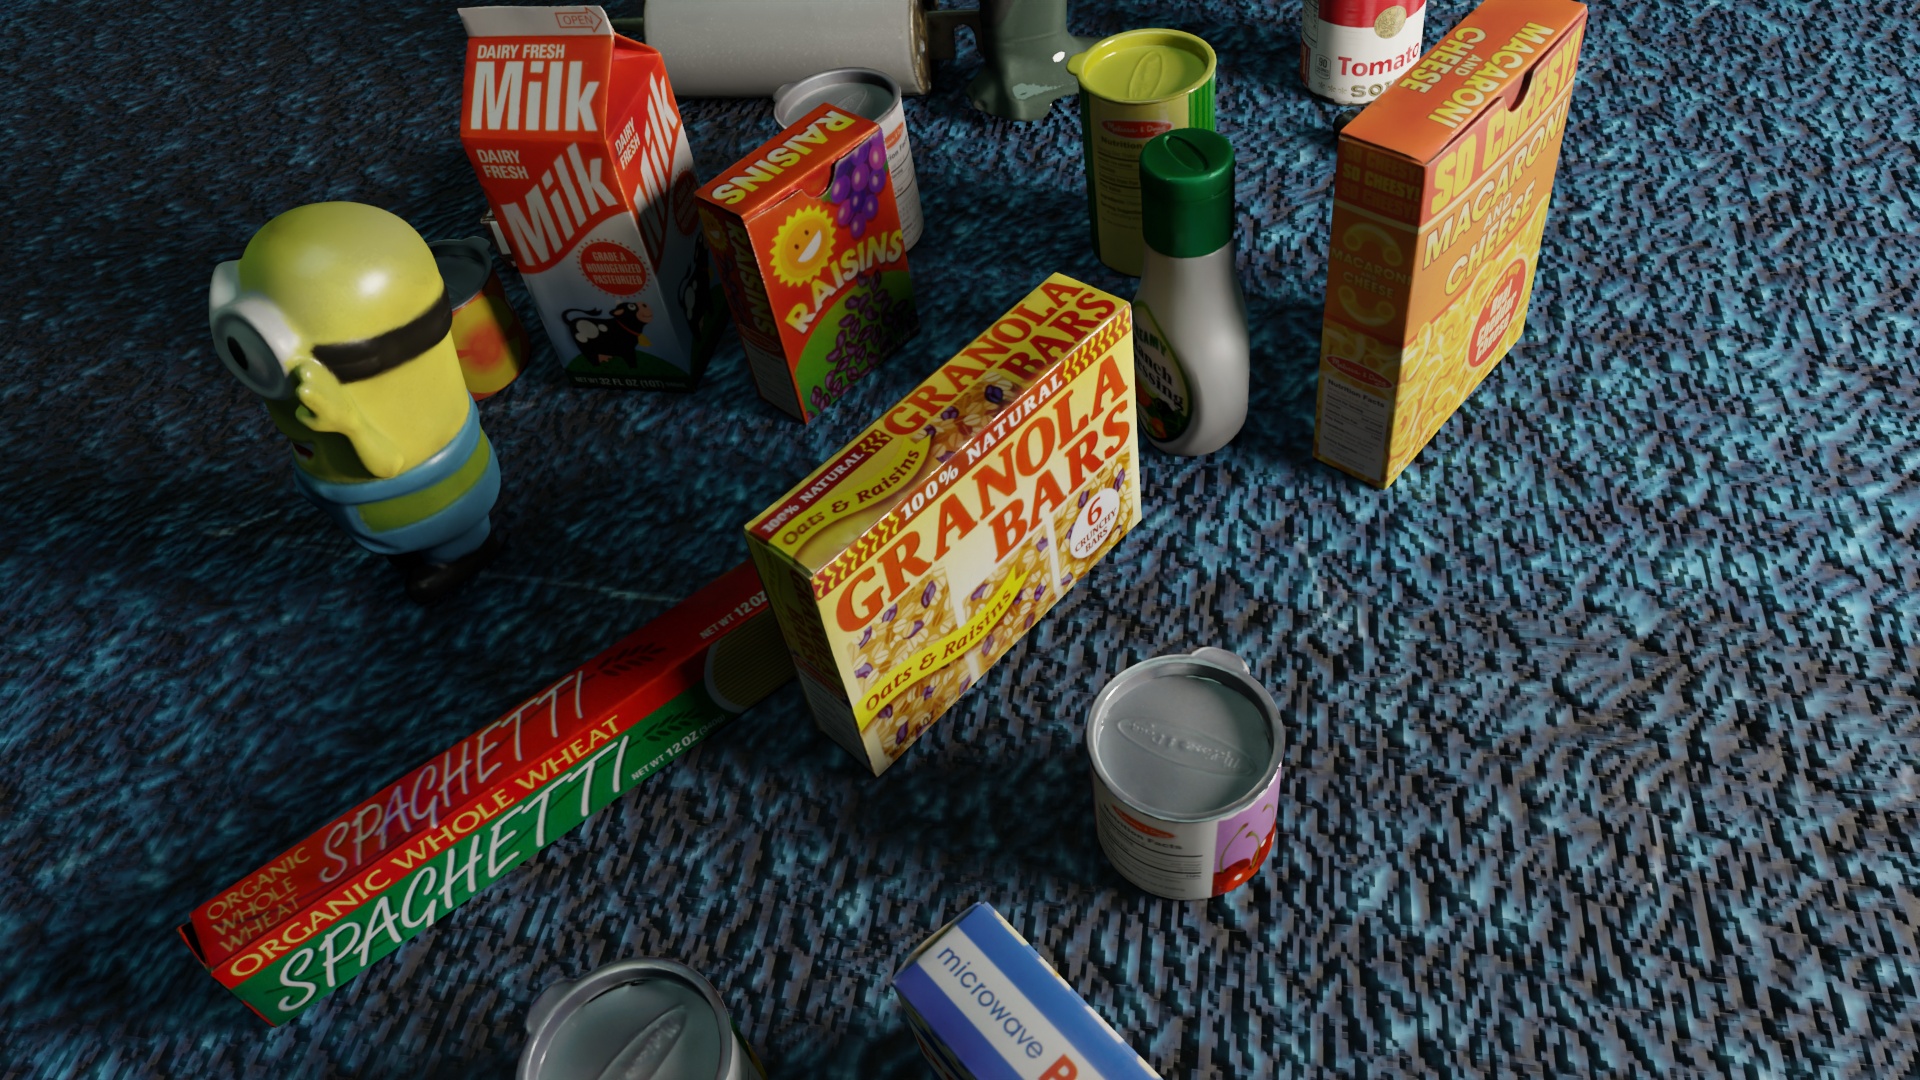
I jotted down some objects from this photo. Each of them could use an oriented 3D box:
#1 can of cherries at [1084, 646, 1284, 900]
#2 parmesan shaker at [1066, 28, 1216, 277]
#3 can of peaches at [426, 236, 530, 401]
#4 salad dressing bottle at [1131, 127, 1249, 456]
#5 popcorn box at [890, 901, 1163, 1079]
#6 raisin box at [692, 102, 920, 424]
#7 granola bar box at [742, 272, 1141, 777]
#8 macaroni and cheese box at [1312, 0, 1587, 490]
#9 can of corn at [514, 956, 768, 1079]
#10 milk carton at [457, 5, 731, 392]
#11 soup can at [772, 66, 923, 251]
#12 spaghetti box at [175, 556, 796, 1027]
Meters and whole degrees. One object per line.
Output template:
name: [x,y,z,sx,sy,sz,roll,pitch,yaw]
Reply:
can of cherries: [0.080,0.081,0.486,0.071,0.058,0.072,-5,48,6]
parmesan shaker: [0.092,-0.193,0.697,0.071,0.102,0.072,-5,48,6]
can of peaches: [-0.262,-0.113,0.717,0.071,0.057,0.071,-5,48,6]
salad dressing bottle: [0.096,-0.101,0.585,0.044,0.147,0.064,-23,49,-10]
popcorn box: [0.038,0.172,0.395,0.038,0.084,0.127,-36,53,-21]
raisin box: [-0.068,-0.128,0.653,0.040,0.122,0.086,31,60,31]
granola bar box: [0.002,-0.007,0.533,0.039,0.123,0.166,31,60,31]
macaroni and cheese box: [0.199,-0.120,0.572,0.040,0.165,0.124,30,60,31]
can of corn: [-0.099,0.173,0.435,0.071,0.058,0.071,-5,48,6]
milk carton: [-0.171,-0.164,0.658,0.072,0.189,0.074,4,50,13]
soup can: [-0.060,-0.199,0.741,0.071,0.083,0.072,-5,48,6]
spaghetti box: [-0.160,0.088,0.526,0.251,0.050,0.029,-34,52,-19]
